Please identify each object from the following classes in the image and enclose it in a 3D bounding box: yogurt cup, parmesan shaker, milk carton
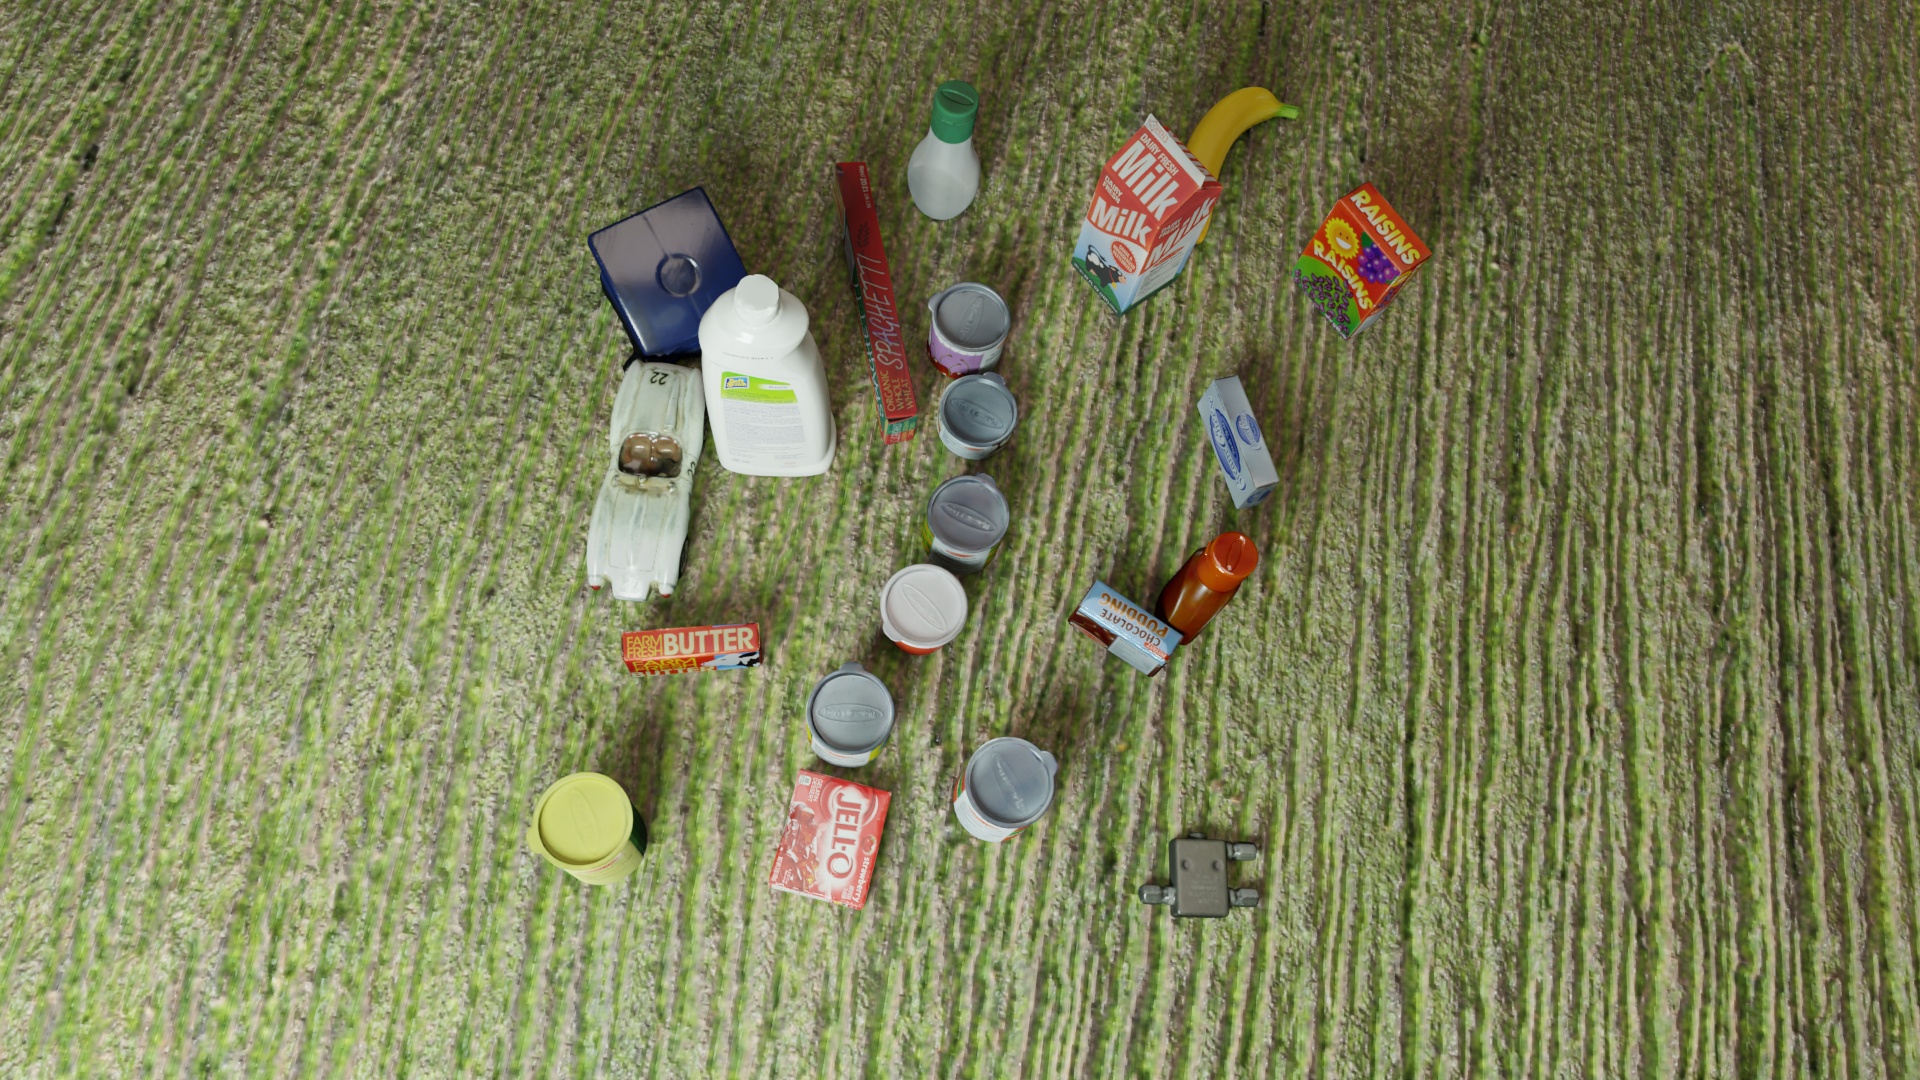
[{"bbox_3d":[-0.030,0.058,1.093,0.072,0.053,0.072,2,70,-6],"label":"yogurt cup"},{"bbox_3d":[-0.263,0.206,0.983,0.071,0.102,0.071,2,70,-6],"label":"parmesan shaker"},{"bbox_3d":[0.157,-0.274,1.164,0.073,0.190,0.072,-35,78,-17],"label":"milk carton"}]

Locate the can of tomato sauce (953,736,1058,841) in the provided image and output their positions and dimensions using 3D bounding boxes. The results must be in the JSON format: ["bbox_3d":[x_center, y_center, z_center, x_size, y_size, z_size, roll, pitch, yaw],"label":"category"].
[{"bbox_3d":[0.033,0.186,1.038,0.071,0.082,0.071,2,70,-6],"label":"can of tomato sauce"}]

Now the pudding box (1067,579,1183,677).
[{"bbox_3d":[0.131,0.071,1.110,0.084,0.049,0.030,33,70,5],"label":"pudding box"}]

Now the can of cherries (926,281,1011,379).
[{"bbox_3d":[0.004,-0.178,1.180,0.071,0.058,0.071,2,70,-6],"label":"can of cherries"}]

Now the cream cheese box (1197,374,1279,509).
[{"bbox_3d":[0.235,-0.083,1.177,0.024,0.053,0.104,-14,73,-12],"label":"cream cheese box"}]

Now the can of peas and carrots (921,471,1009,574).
[{"bbox_3d":[0.004,-0.014,1.121,0.071,0.058,0.071,2,70,-6],"label":"can of peas and carrots"}]

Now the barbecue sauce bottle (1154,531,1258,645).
[{"bbox_3d":[0.191,0.034,1.079,0.044,0.148,0.065,23,70,2],"label":"barbecue sauce bottle"}]

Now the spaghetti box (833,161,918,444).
[{"bbox_3d":[-0.074,-0.204,1.184,0.029,0.050,0.250,-9,72,-10],"label":"spaghetti box"}]

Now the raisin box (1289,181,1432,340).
[{"bbox_3d":[0.347,-0.242,1.212,0.040,0.123,0.086,-32,77,-16],"label":"raisin box"}]

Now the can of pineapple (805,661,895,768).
[{"bbox_3d":[-0.084,0.134,1.056,0.071,0.057,0.071,2,70,-6],"label":"can of pineapple"}]

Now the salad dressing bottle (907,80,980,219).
[{"bbox_3d":[-0.011,-0.332,1.187,0.064,0.147,0.044,23,70,1],"label":"salad dressing bottle"}]

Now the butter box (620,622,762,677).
[{"bbox_3d":[-0.204,0.084,1.062,0.103,0.053,0.024,-4,71,-8],"label":"butter box"}]

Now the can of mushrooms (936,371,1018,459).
[{"bbox_3d":[0.015,-0.105,1.168,0.071,0.033,0.071,2,70,-6],"label":"can of mushrooms"}]
